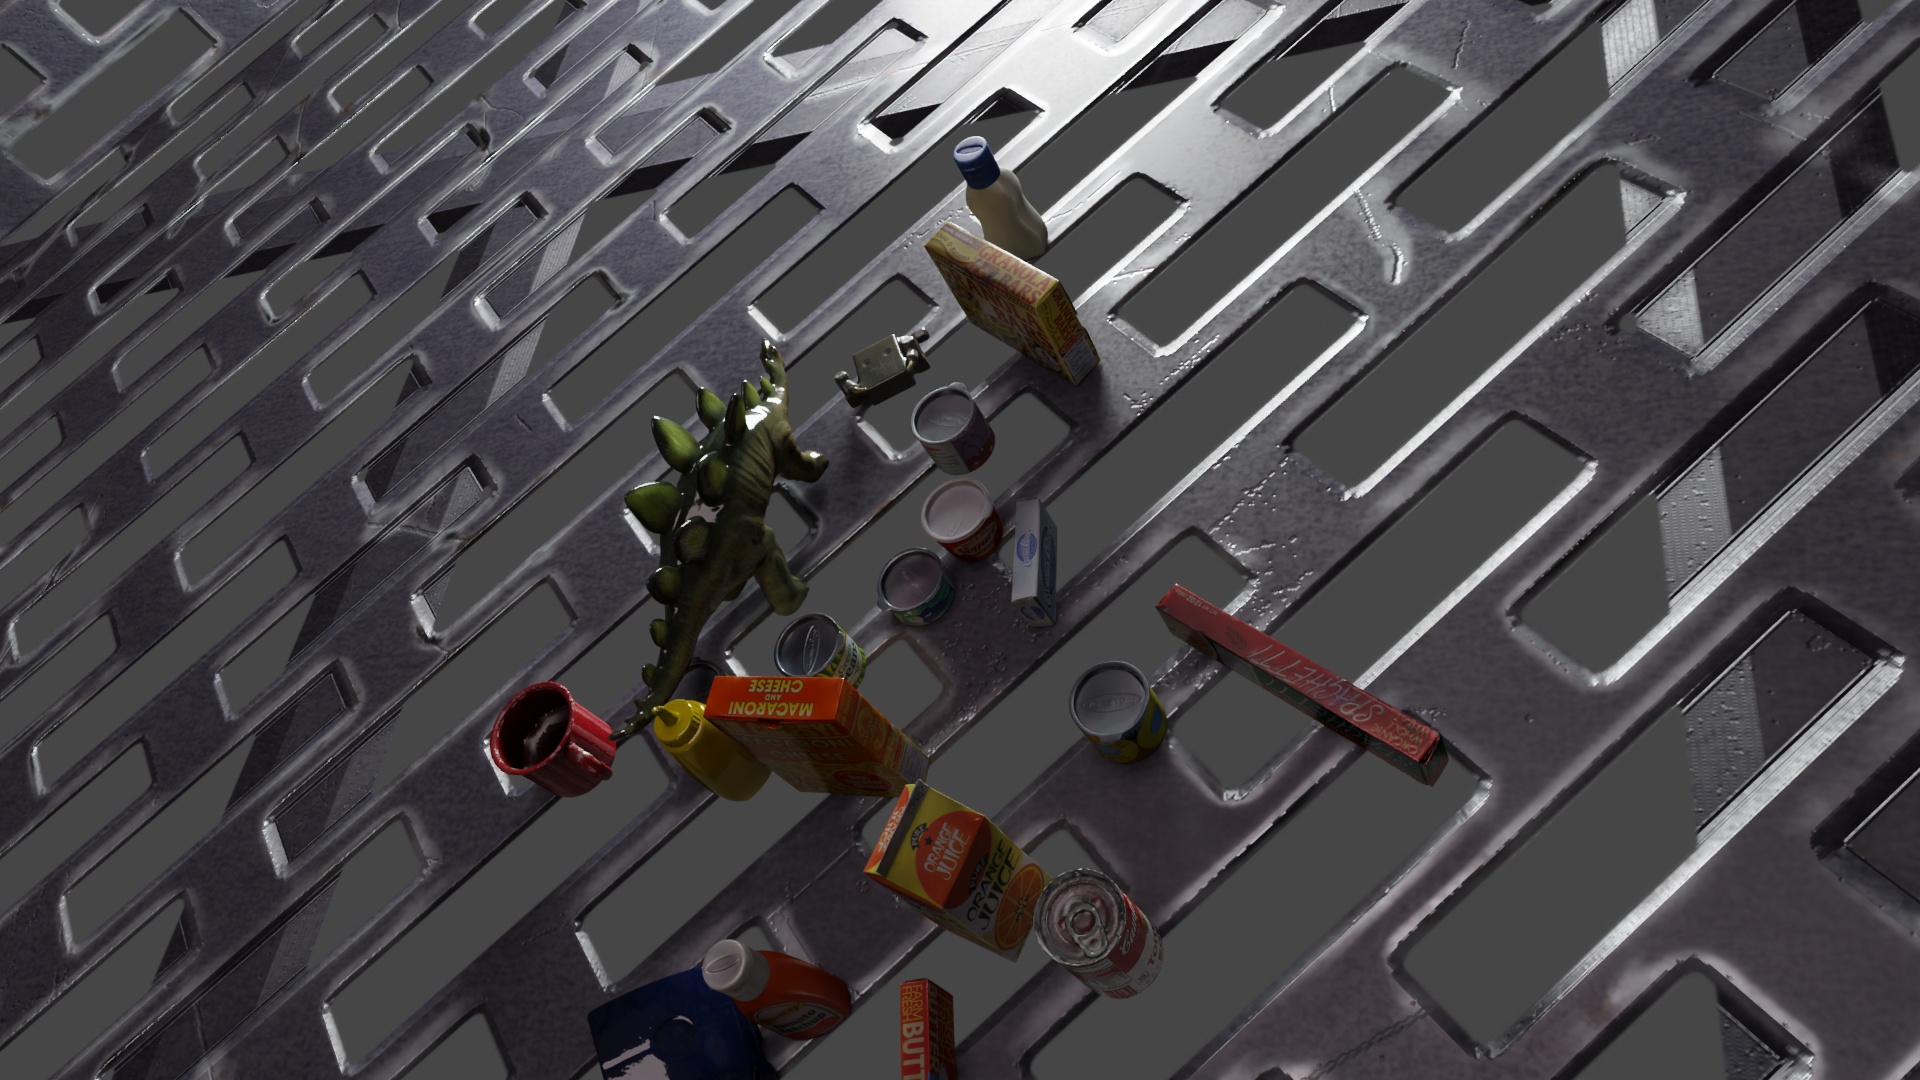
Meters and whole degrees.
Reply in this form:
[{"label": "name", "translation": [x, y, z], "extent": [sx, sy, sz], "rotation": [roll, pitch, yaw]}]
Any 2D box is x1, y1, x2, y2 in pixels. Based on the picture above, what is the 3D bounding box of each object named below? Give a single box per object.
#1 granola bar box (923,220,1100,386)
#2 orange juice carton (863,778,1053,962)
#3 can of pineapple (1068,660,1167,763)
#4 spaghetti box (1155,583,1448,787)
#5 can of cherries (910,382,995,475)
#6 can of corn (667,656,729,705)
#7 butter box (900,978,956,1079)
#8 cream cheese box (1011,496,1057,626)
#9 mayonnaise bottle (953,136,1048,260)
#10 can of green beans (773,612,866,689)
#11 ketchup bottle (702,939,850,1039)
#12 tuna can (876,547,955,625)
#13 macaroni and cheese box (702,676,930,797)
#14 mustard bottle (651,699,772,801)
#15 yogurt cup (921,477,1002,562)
[{"label": "granola bar box", "translation": [0.051, -0.231, 1.347], "extent": [0.039, 0.124, 0.166], "rotation": [-47, 52, -7]}, {"label": "orange juice carton", "translation": [-0.006, 0.242, 1.025], "extent": [0.073, 0.192, 0.072], "rotation": [15, 68, 33]}, {"label": "can of pineapple", "translation": [0.126, 0.140, 1.113], "extent": [0.071, 0.057, 0.071], "rotation": [-13, 55, 19]}, {"label": "spaghetti box", "translation": [0.260, 0.109, 1.073], "extent": [0.250, 0.050, 0.029], "rotation": [32, 77, 37]}, {"label": "can of cherries", "translation": [-0.005, -0.107, 1.336], "extent": [0.071, 0.058, 0.072], "rotation": [-13, 55, 19]}, {"label": "can of corn", "translation": [-0.232, 0.150, 1.281], "extent": [0.071, 0.058, 0.071], "rotation": [-13, 55, 19]}, {"label": "butter box", "translation": [-0.023, 0.384, 1.031], "extent": [0.024, 0.053, 0.104], "rotation": [-15, 54, 17]}, {"label": "cream cheese box", "translation": [0.066, 0.019, 1.223], "extent": [0.024, 0.053, 0.104], "rotation": [-10, 56, 21]}, {"label": "mayonnaise bottle", "translation": [0.038, -0.346, 1.412], "extent": [0.065, 0.147, 0.041], "rotation": [-2, 59, 25]}, {"label": "can of green beans", "translation": [-0.126, 0.108, 1.257], "extent": [0.071, 0.057, 0.071], "rotation": [-13, 55, 19]}, {"label": "ketchup bottle", "translation": [-0.143, 0.340, 1.056], "extent": [0.064, 0.148, 0.044], "rotation": [-25, 52, 10]}, {"label": "tuna can", "translation": [-0.042, 0.045, 1.272], "extent": [0.071, 0.032, 0.071], "rotation": [-12, 55, 19]}, {"label": "macaroni and cheese box", "translation": [-0.115, 0.164, 1.145], "extent": [0.123, 0.166, 0.040], "rotation": [-2, 59, 25]}, {"label": "mustard bottle", "translation": [-0.220, 0.172, 1.195], "extent": [0.049, 0.159, 0.065], "rotation": [26, 74, 36]}, {"label": "yogurt cup", "translation": [0.005, -0.016, 1.275], "extent": [0.072, 0.053, 0.073], "rotation": [-13, 55, 19]}]
